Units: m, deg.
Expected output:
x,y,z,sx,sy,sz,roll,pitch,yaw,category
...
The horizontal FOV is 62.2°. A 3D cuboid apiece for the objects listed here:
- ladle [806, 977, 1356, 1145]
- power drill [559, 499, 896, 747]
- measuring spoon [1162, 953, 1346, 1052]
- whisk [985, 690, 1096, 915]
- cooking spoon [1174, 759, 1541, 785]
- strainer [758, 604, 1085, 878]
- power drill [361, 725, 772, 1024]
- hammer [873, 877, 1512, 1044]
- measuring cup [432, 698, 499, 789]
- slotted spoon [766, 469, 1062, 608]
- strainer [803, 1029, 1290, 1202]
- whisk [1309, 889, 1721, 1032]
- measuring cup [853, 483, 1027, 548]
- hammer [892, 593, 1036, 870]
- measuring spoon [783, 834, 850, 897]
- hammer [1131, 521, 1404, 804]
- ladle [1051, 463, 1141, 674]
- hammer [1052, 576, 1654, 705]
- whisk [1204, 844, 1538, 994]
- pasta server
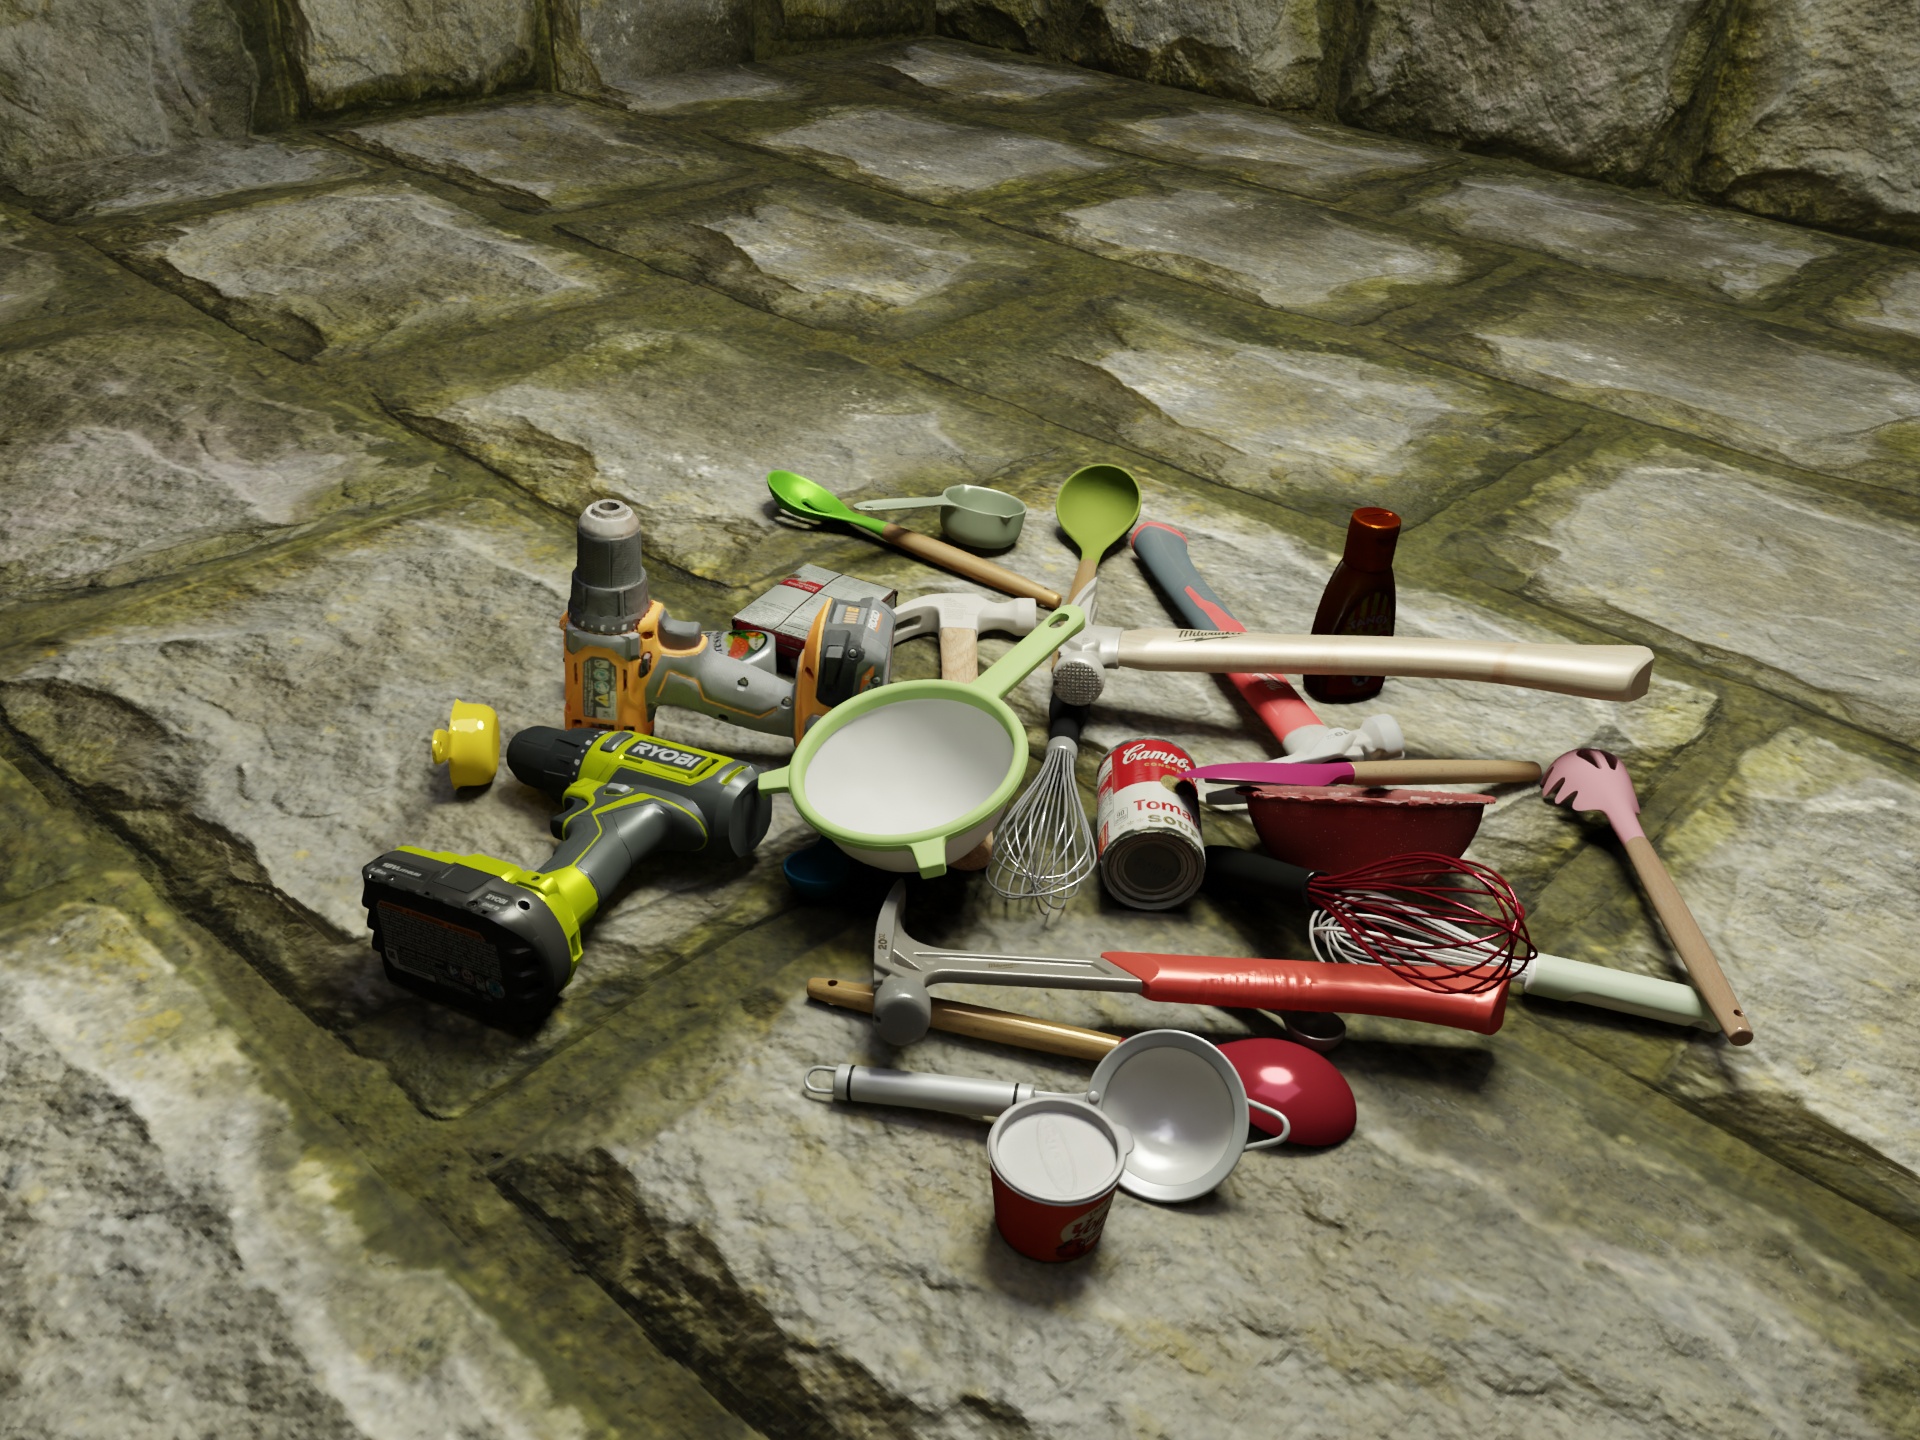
x,y,z,sx,sy,sz,roll,pitch,yaw,category
0.064,0.180,0.891,0.315,0.031,0.069,9,34,12,ladle
-0.161,-0.052,1.086,0.226,0.185,0.084,7,31,1,power drill
0.167,0.166,0.934,0.124,0.018,0.034,20,27,36,measuring spoon
0.067,0.039,1.083,0.070,0.070,0.285,7,29,6,whisk
0.279,0.035,1.070,0.318,0.017,0.069,1,0,-31,cooking spoon
0.004,0.016,1.031,0.152,0.069,0.256,22,49,34,strainer
-0.252,0.075,0.978,0.191,0.080,0.228,13,32,23,power drill
0.130,0.144,0.908,0.359,0.036,0.149,3,19,0,hammer
-0.319,0.017,1.029,0.029,0.062,0.156,1,0,-11,measuring cup
-0.046,-0.157,1.397,0.314,0.031,0.070,25,24,26,slotted spoon
0.042,0.201,0.841,0.258,0.050,0.087,4,76,11,strainer
0.331,0.149,0.948,0.246,0.057,0.059,12,68,8,whisk
-0.020,-0.176,1.398,0.167,0.038,0.083,-6,30,-29,measuring cup
-0.002,-0.004,1.160,0.130,0.031,0.332,2,33,-2,hammer
-0.082,0.083,1.040,0.042,0.021,0.129,9,24,9,measuring spoon
0.195,-0.060,1.249,0.143,0.038,0.387,-13,33,-8,hammer
0.102,-0.128,1.326,0.078,0.062,0.320,-2,30,14,ladle
0.278,-0.052,1.151,0.410,0.038,0.146,3,31,10,hammer
0.216,0.101,0.906,0.073,0.073,0.296,-12,7,-22,whisk
0.438,0.102,1.014,0.060,0.040,0.316,4,30,1,pasta server
